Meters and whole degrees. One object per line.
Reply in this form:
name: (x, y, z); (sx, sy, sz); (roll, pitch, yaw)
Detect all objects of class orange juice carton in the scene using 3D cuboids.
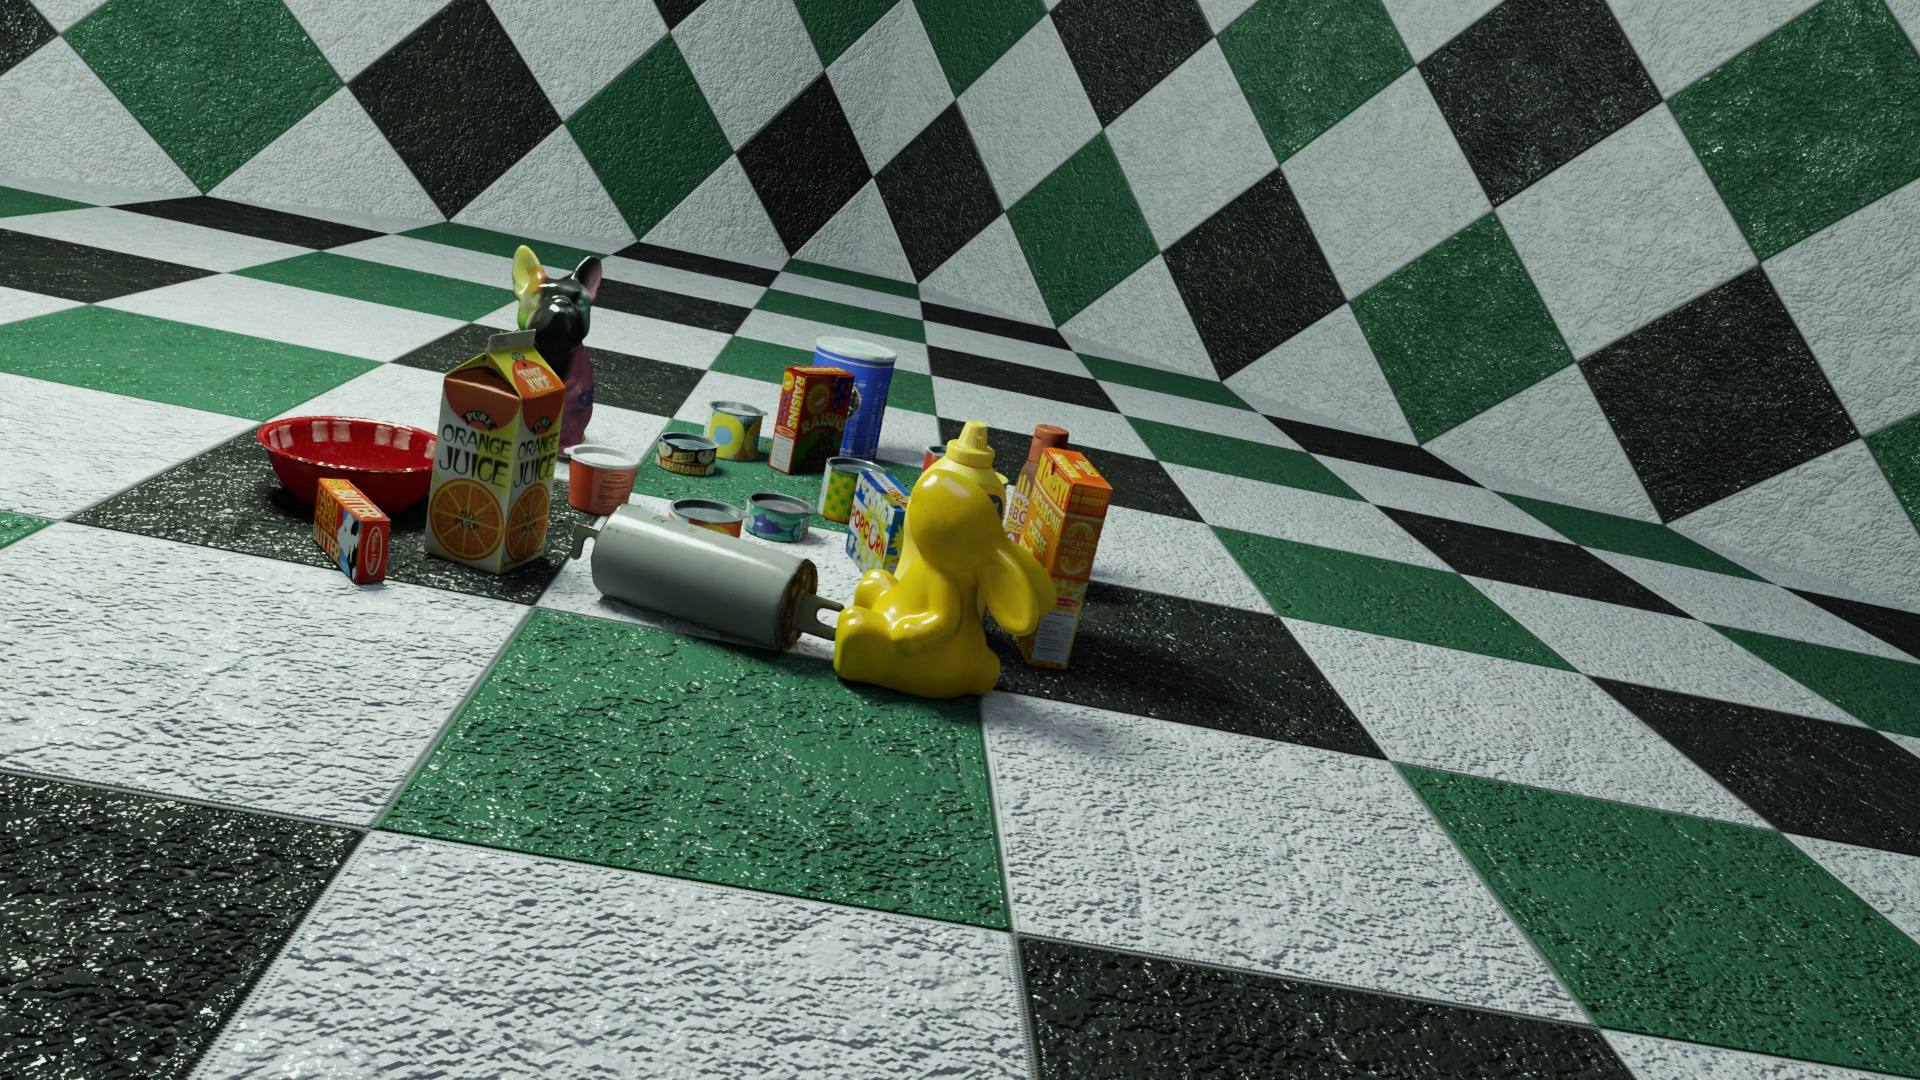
orange juice carton: (-0.379, -0.078, 1.141); (0.073, 0.192, 0.072); (16, 16, 10)

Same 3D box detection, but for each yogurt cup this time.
yogurt cup: (-0.349, -0.058, 1.347); (0.072, 0.053, 0.072); (12, 16, -3)

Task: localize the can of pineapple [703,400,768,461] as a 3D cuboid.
can of pineapple: (-0.268, -0.129, 1.645); (0.071, 0.057, 0.071); (12, 16, -3)

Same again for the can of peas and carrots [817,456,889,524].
can of peas and carrots: (-0.115, -0.053, 1.500); (0.071, 0.058, 0.071); (12, 16, -3)

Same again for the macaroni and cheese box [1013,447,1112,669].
macaroni and cheese box: (0.083, 0.013, 1.231); (0.040, 0.166, 0.124); (9, 16, -12)

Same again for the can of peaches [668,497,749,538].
can of peaches: (-0.227, 0.000, 1.236); (0.071, 0.058, 0.071); (12, 16, -3)

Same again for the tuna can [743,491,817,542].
tuna can: (-0.181, -0.023, 1.394); (0.071, 0.032, 0.071); (12, 16, -3)

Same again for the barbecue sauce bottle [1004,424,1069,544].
barbecue sauce bottle: (0.081, -0.047, 1.469); (0.044, 0.148, 0.065); (3, 18, -30)

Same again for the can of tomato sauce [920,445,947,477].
can of tomato sauce: (-0.015, -0.058, 1.551); (0.071, 0.082, 0.071); (12, 16, -3)

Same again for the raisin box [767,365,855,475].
raisin box: (-0.176, -0.143, 1.644); (0.040, 0.123, 0.086); (23, 19, 34)

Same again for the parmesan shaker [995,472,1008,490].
parmesan shaker: (0.005, -0.017, 1.390); (0.071, 0.102, 0.071); (12, 16, -3)

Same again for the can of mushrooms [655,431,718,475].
can of mushrooms: (-0.305, -0.096, 1.548); (0.071, 0.033, 0.071); (12, 16, -3)

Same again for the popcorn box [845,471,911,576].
popcorn box: (-0.072, -0.008, 1.332); (0.038, 0.085, 0.127); (6, 17, -22)

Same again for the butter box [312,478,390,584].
butter box: (-0.476, -0.009, 1.084); (0.024, 0.053, 0.103); (-2, 21, -42)
